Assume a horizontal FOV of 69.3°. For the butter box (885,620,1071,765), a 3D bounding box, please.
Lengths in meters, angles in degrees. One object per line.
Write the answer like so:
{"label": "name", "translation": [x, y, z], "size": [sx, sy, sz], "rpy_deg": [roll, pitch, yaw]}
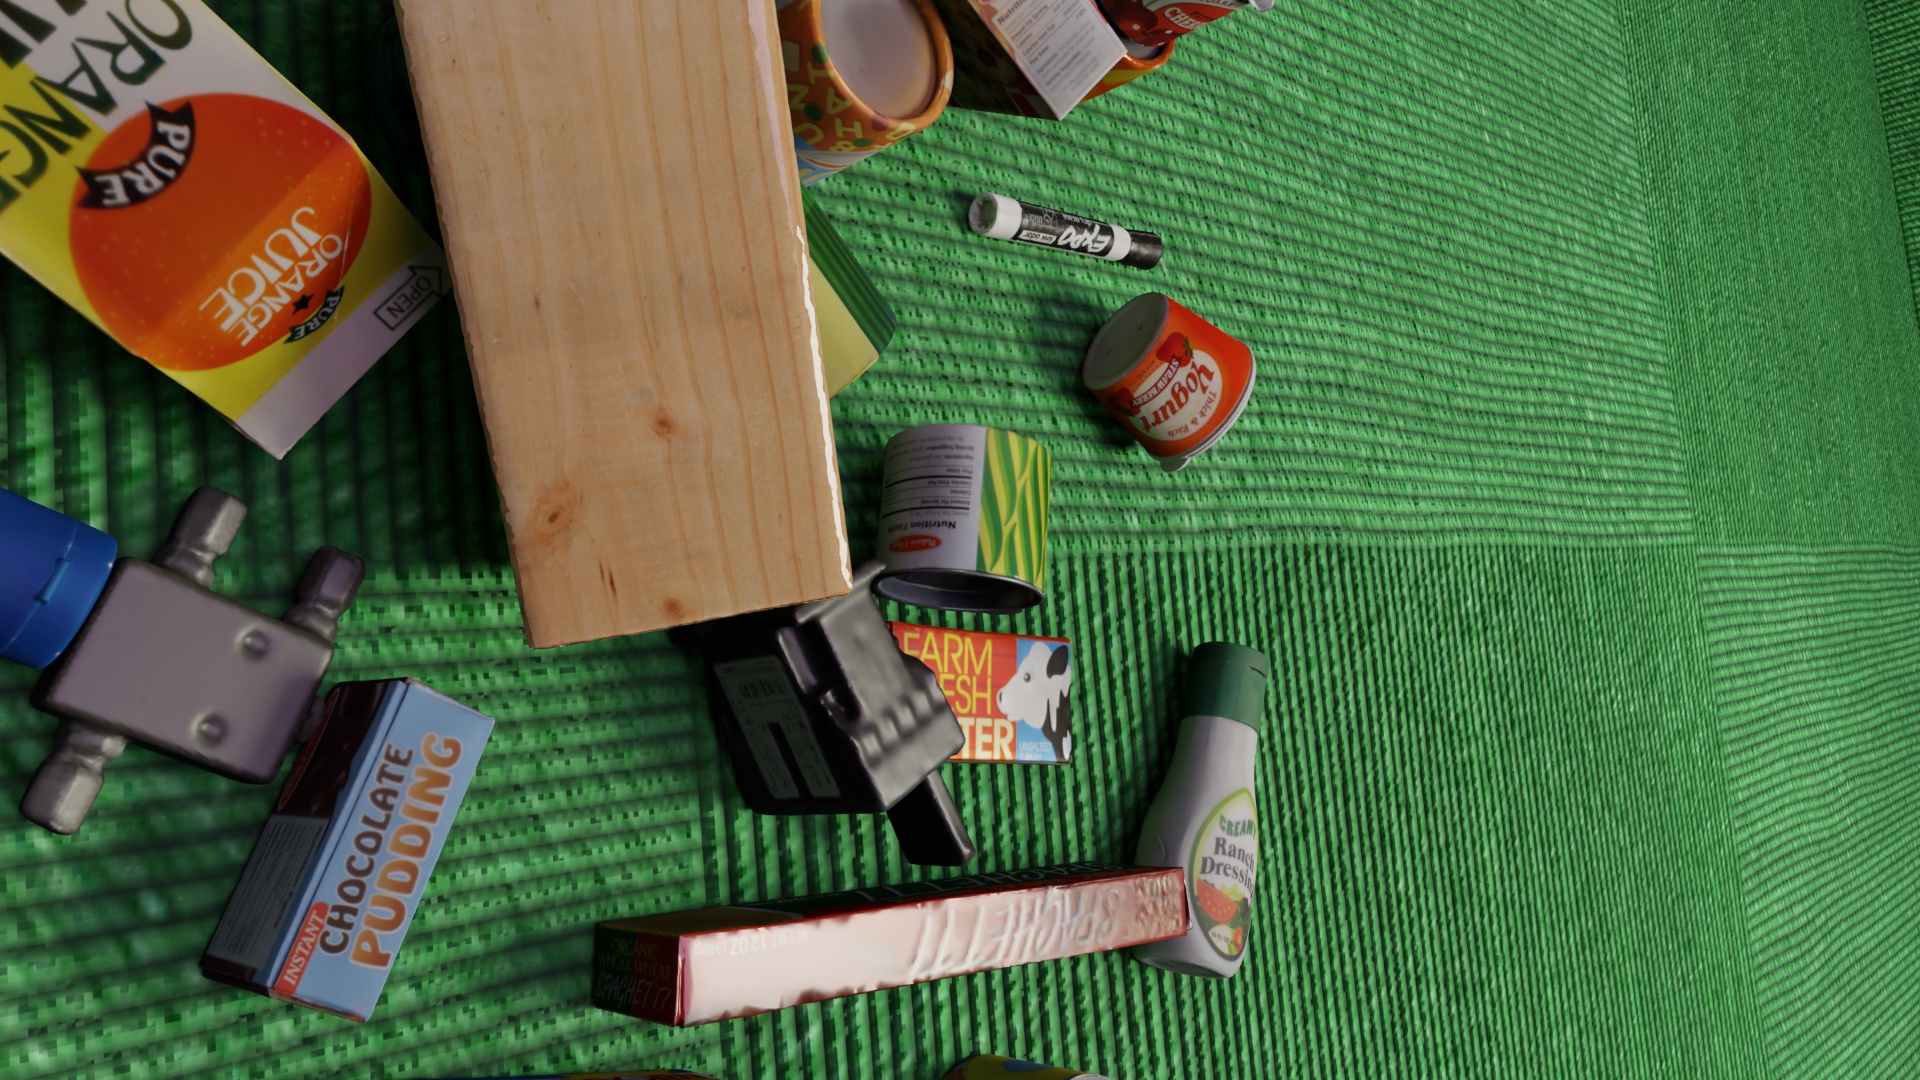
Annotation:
{"label": "butter box", "translation": [0.003, 0.062, 0.551], "size": [0.103, 0.024, 0.053], "rpy_deg": [10, 76, -43]}

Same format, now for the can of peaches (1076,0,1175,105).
{"label": "can of peaches", "translation": [0.059, -0.239, 0.639], "size": [0.071, 0.058, 0.071], "rpy_deg": [10, 76, -42]}

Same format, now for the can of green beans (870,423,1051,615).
{"label": "can of green beans", "translation": [0.001, -0.007, 0.533], "size": [0.071, 0.071, 0.058], "rpy_deg": [18, 69, -41]}

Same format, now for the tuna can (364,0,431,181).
{"label": "tuna can", "translation": [-0.149, -0.146, 0.437], "size": [0.071, 0.032, 0.071], "rpy_deg": [10, 76, -43]}

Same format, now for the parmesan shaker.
{"label": "parmesan shaker", "translation": [-0.079, -0.096, 0.476], "size": [0.103, 0.071, 0.072], "rpy_deg": [54, 51, -24]}

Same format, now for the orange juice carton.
{"label": "orange juice carton", "translation": [-0.215, -0.106, 0.324], "size": [0.192, 0.073, 0.072], "rpy_deg": [45, 75, -28]}

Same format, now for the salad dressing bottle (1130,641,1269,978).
{"label": "salad dressing bottle", "translation": [0.112, 0.120, 0.633], "size": [0.064, 0.044, 0.148], "rpy_deg": [32, 61, -37]}

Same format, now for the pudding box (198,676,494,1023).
{"label": "pudding box", "translation": [-0.162, 0.080, 0.370], "size": [0.030, 0.049, 0.084], "rpy_deg": [35, 60, -36]}

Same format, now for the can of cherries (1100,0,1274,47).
{"label": "can of cherries", "translation": [0.097, -0.251, 0.595], "size": [0.071, 0.058, 0.071], "rpy_deg": [10, 75, -44]}

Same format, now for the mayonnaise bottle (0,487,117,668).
{"label": "mayonnaise bottle", "translation": [-0.265, -0.017, 0.296], "size": [0.148, 0.041, 0.065], "rpy_deg": [34, 62, -36]}

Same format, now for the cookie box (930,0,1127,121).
{"label": "cookie box", "translation": [-0.024, -0.235, 0.513], "size": [0.040, 0.123, 0.167], "rpy_deg": [-45, 119, -1]}

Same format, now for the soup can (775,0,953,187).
{"label": "soup can", "translation": [-0.052, -0.162, 0.499], "size": [0.071, 0.083, 0.071], "rpy_deg": [10, 76, -43]}

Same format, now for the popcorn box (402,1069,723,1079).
{"label": "popcorn box", "translation": [-0.126, 0.197, 0.390], "size": [0.127, 0.038, 0.085], "rpy_deg": [17, 70, -41]}

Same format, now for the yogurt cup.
{"label": "yogurt cup", "translation": [0.093, -0.077, 0.639], "size": [0.054, 0.072, 0.073], "rpy_deg": [34, 60, -26]}

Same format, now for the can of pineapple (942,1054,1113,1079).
{"label": "can of pineapple", "translation": [0.027, 0.230, 0.519], "size": [0.071, 0.057, 0.071], "rpy_deg": [9, 76, -43]}

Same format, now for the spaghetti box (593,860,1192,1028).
{"label": "spaghetti box", "translation": [-0.010, 0.141, 0.506], "size": [0.250, 0.050, 0.029], "rpy_deg": [6, 79, -44]}
